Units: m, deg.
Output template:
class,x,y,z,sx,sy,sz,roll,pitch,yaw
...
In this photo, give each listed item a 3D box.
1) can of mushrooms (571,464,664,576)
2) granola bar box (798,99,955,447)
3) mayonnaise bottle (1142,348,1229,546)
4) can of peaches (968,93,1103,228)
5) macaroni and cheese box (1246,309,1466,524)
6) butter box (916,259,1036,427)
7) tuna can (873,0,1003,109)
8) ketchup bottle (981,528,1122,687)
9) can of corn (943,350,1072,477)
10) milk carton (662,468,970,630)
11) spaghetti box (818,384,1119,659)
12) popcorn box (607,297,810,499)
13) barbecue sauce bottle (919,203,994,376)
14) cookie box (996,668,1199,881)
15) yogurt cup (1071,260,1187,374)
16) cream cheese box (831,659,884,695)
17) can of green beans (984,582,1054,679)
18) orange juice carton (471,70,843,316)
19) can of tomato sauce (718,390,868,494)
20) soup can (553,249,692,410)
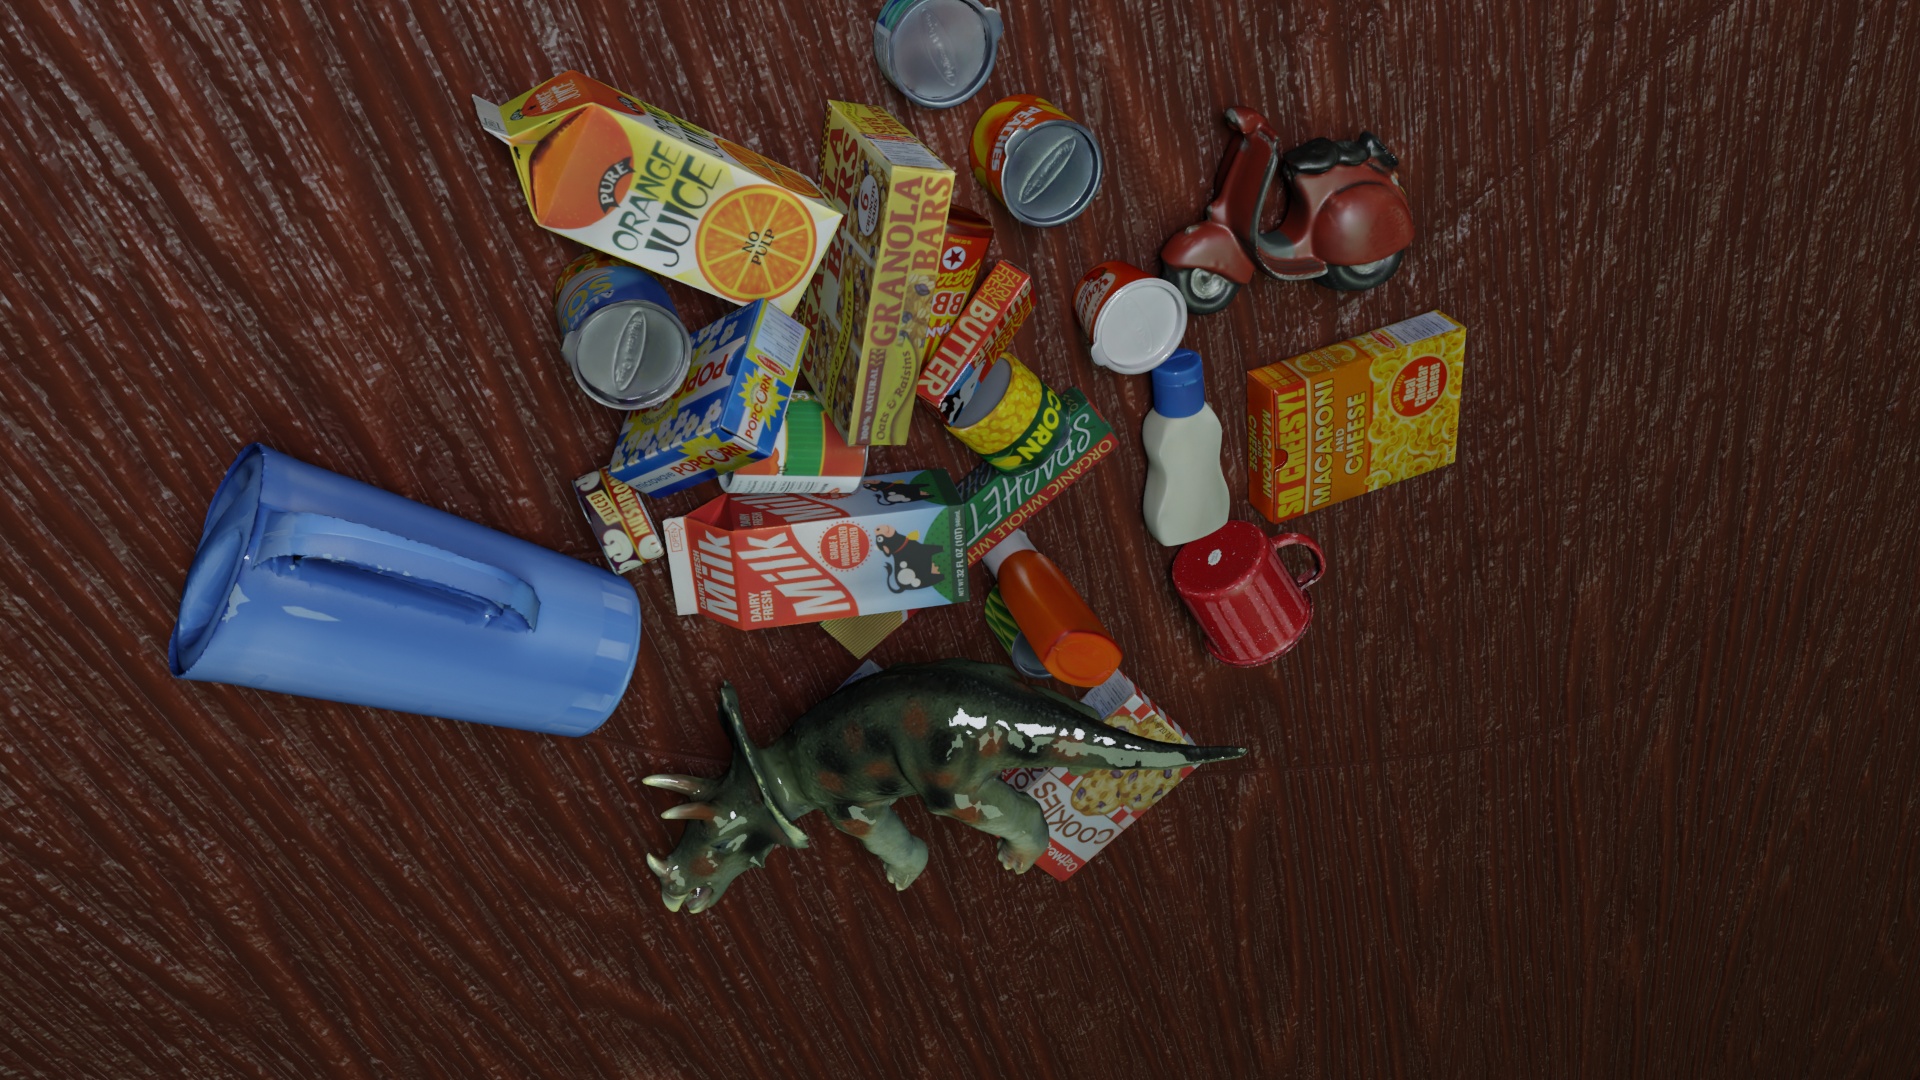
class,x,y,z,sx,sy,sz,roll,pitch,yaw
can of mushrooms,-0.213,-0.015,0.863,0.033,0.071,0.070,-25,128,-9
granola bar box,-0.054,-0.155,0.807,0.039,0.124,0.164,-2,122,-23
mayonnaise bottle,0.163,-0.068,1.019,0.065,0.041,0.147,-20,126,-13
can of peaches,0.043,-0.233,0.843,0.071,0.058,0.071,-12,126,-17
macaroni and cheese box,0.303,-0.094,1.066,0.167,0.040,0.123,-19,126,-13
butter box,0.010,-0.126,0.888,0.103,0.024,0.053,-56,168,-3
tuna can,-0.013,-0.286,0.798,0.071,0.033,0.070,-12,126,-17
ketchup bottle,0.056,0.040,0.972,0.064,0.149,0.043,26,109,-34
can of corn,0.031,-0.085,0.928,0.071,0.071,0.058,-46,127,9
milk carton,-0.094,0.006,0.913,0.191,0.074,0.072,-7,114,-9
spaghetti box,0.004,-0.012,0.990,0.250,0.029,0.050,-40,128,4
popcorn box,-0.147,-0.079,0.801,0.038,0.126,0.085,31,60,-34
barbecue sauce bottle,-0.031,-0.140,0.880,0.065,0.044,0.147,1,122,-37
cookie box,0.108,0.201,1.172,0.167,0.040,0.122,-42,129,6
yogurt cup,0.110,-0.152,0.929,0.072,0.054,0.072,-12,126,-17
cream cheese box,-0.053,0.138,1.066,0.053,0.024,0.103,-44,128,7
can of green beans,0.059,0.061,1.045,0.071,0.058,0.071,-12,126,-17
orange juice carton,-0.170,-0.195,0.761,0.193,0.072,0.072,18,112,-33
can of tomato sauce,-0.108,-0.065,0.881,0.083,0.071,0.070,-1,121,-23
soup can,-0.196,-0.122,0.790,0.071,0.084,0.071,-12,125,-17
